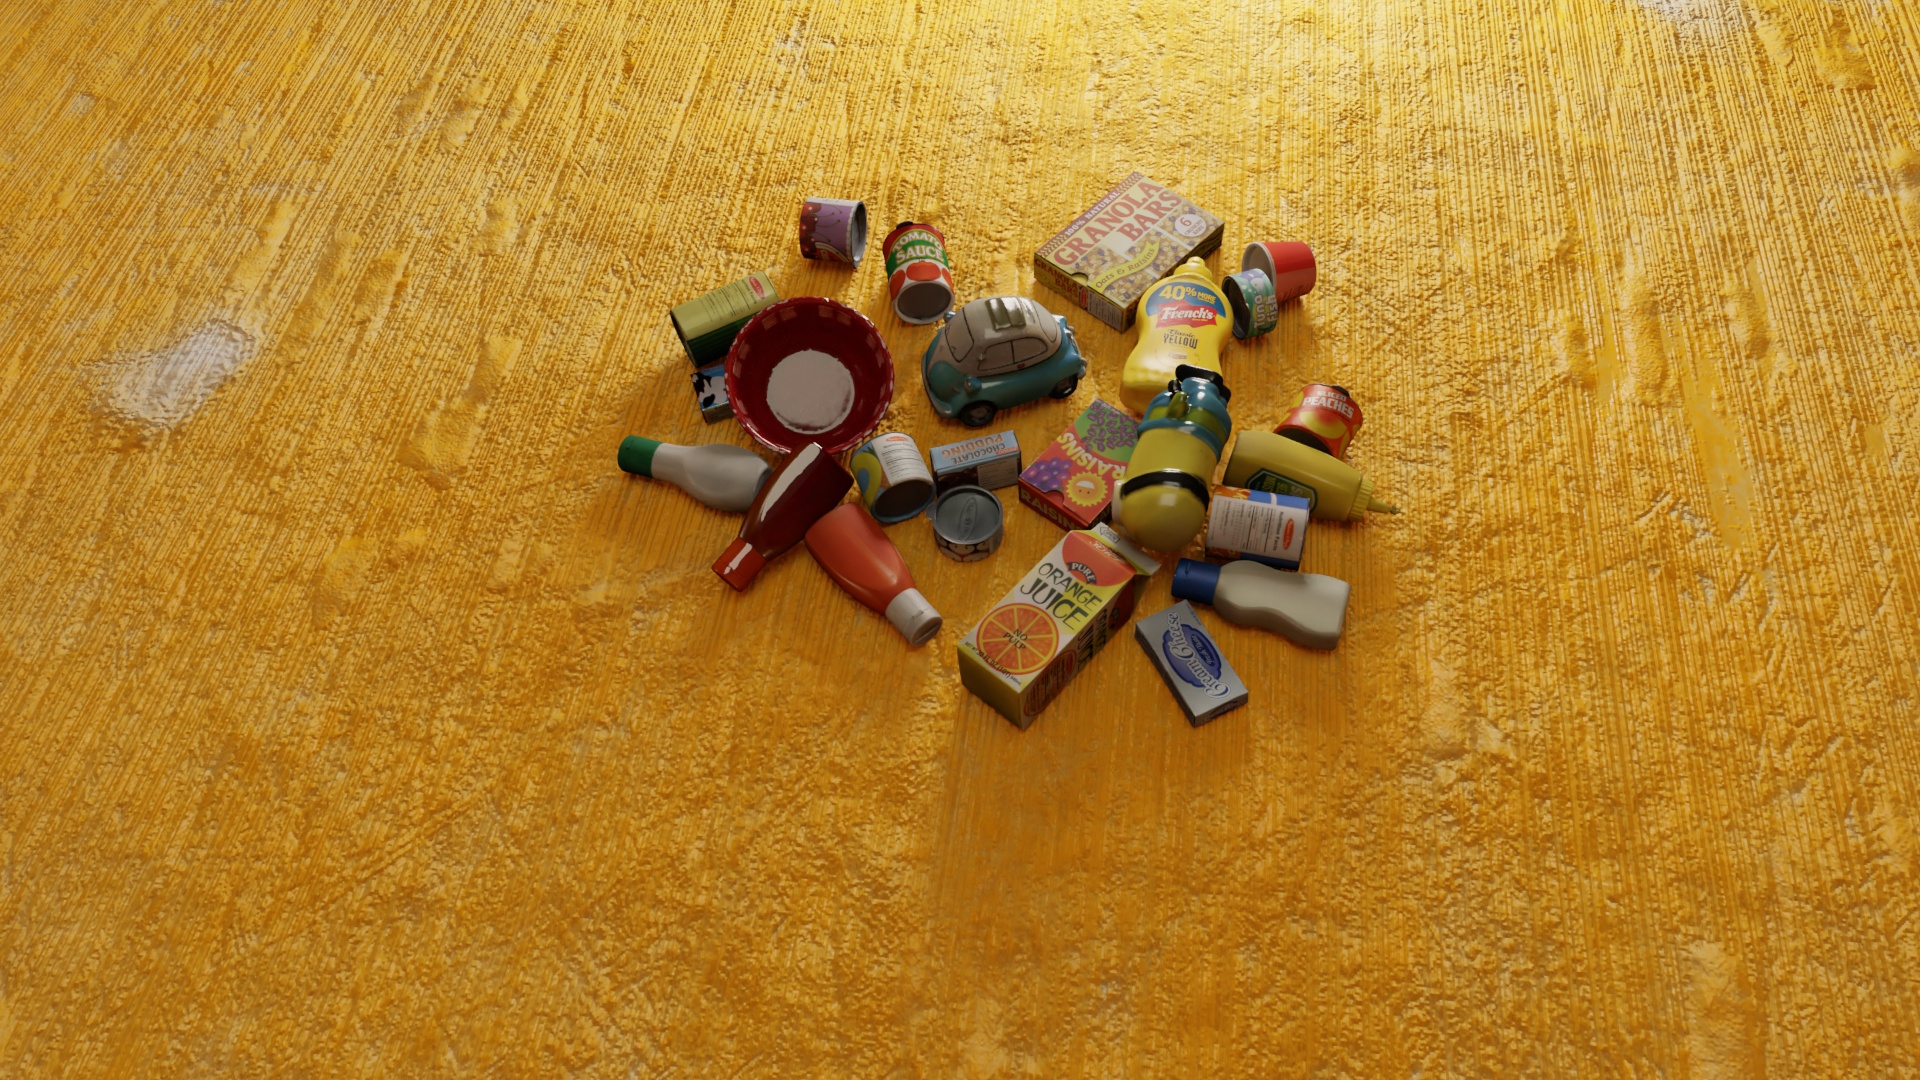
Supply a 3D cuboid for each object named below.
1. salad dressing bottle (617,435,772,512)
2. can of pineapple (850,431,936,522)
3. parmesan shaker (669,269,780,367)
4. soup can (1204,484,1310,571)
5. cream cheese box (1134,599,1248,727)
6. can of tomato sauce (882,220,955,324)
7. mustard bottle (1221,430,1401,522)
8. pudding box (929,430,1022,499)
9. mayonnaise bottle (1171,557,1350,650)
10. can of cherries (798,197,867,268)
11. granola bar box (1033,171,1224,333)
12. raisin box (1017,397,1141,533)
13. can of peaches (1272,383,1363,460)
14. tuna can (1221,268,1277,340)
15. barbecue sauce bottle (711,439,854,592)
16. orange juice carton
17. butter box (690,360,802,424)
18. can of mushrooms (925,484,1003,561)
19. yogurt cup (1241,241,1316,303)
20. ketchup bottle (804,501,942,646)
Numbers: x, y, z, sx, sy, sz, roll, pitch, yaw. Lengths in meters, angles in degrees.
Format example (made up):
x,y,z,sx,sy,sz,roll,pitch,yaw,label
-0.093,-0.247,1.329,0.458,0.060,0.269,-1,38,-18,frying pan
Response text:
x,y,z,sx,sy,sz,roll,pitch,yaw,label
-0.254,-0.068,1.325,0.148,0.043,0.064,14,61,14,salad dressing bottle
-0.063,-0.057,1.292,0.071,0.070,0.058,-20,58,-9,can of pineapple
-0.237,-0.227,1.417,0.103,0.071,0.071,-26,59,-12,parmesan shaker
0.264,-0.011,1.240,0.084,0.071,0.072,10,58,11,soup can
0.197,0.105,1.189,0.053,0.024,0.104,-24,58,-10,cream cheese box
-0.043,-0.276,1.433,0.071,0.071,0.083,-9,57,-2,can of tomato sauce
0.321,-0.051,1.262,0.160,0.065,0.049,19,56,11,mustard bottle
0.015,-0.070,1.303,0.084,0.049,0.030,-14,55,-5,pudding box
0.260,0.049,1.213,0.148,0.041,0.065,14,57,14,mayonnaise bottle
-0.135,-0.327,1.477,0.058,0.071,0.072,7,57,9,can of cherries
0.176,-0.306,1.456,0.124,0.039,0.166,37,66,25,granola bar box
0.124,-0.066,1.299,0.086,0.040,0.124,35,66,23,raisin box
0.332,-0.104,1.292,0.071,0.071,0.058,28,64,21,can of peaches
0.288,-0.235,1.383,0.033,0.070,0.071,-16,57,-7,tuna can
-0.166,-0.020,1.272,0.149,0.065,0.043,-51,21,-12,barbecue sauce bottle
0.087,0.064,1.195,0.072,0.072,0.193,35,65,24,orange juice carton
-0.214,-0.157,1.393,0.104,0.024,0.053,-19,58,-8,butter box
0.005,-0.016,1.278,0.071,0.033,0.071,-2,57,3,can of mushrooms
0.325,-0.273,1.410,0.054,0.072,0.072,-12,56,-13,yogurt cup
-0.075,0.032,1.245,0.065,0.043,0.149,-35,61,-15,ketchup bottle
